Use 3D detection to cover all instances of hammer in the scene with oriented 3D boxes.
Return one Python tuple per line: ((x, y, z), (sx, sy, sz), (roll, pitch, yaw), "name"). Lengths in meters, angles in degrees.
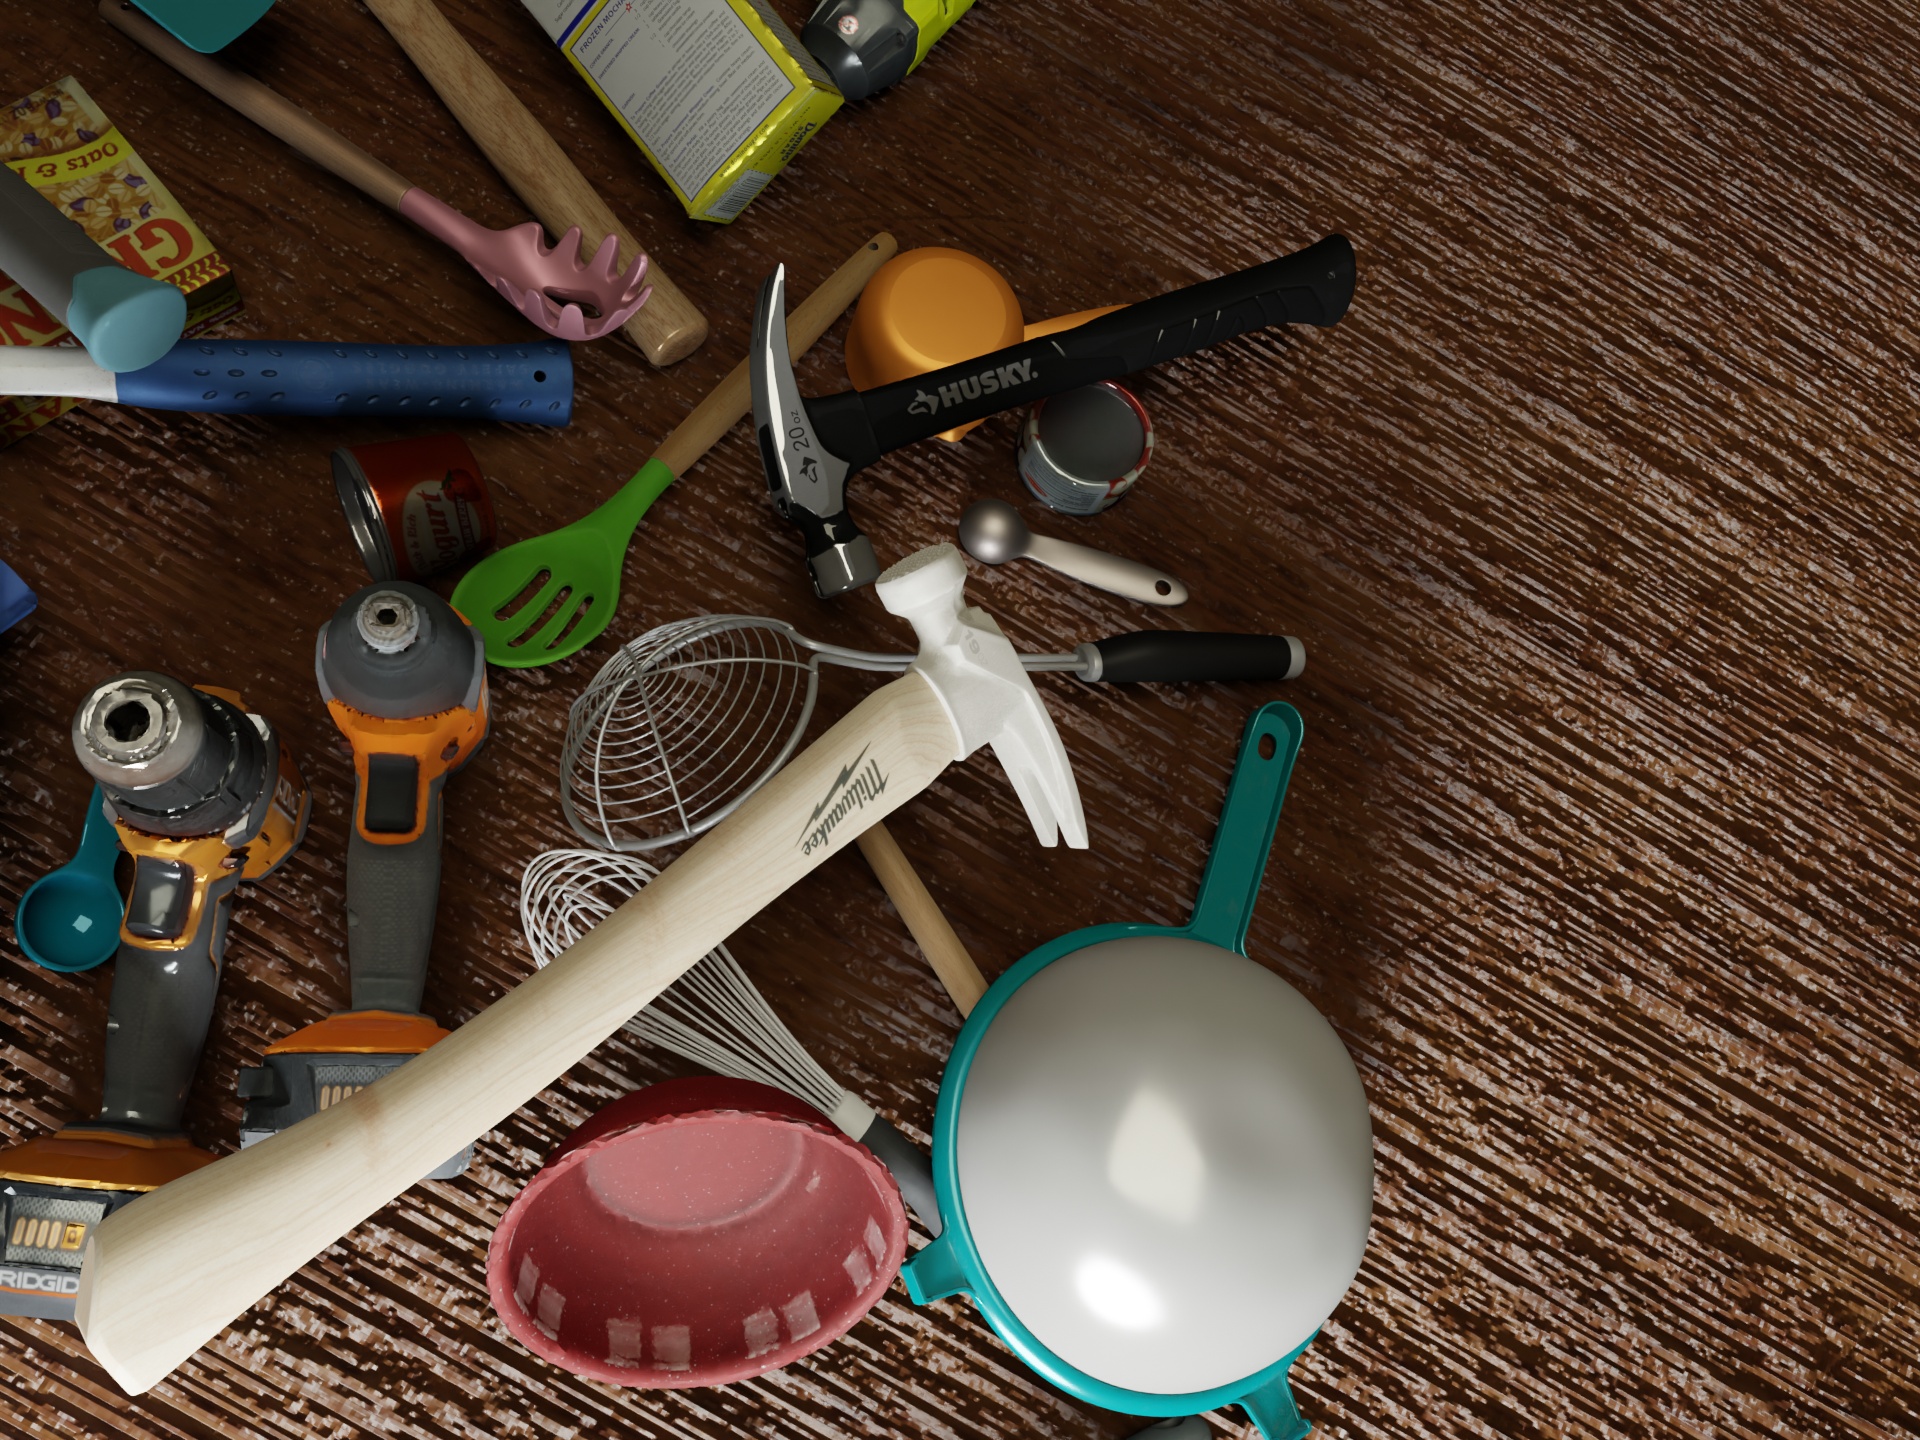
((-0.372, -0.143, 0.679), (0.405, 0.035, 0.144), (-4, 89, -24), "hammer")
((-0.242, -0.309, 0.796), (0.130, 0.031, 0.331), (-37, 85, -20), "hammer")
((0.055, -0.182, 0.773), (0.334, 0.035, 0.146), (-22, 97, -21), "hammer")
((-0.116, 0.093, 0.588), (0.410, 0.038, 0.146), (-38, 108, -30), "hammer")
((-0.423, -0.235, 0.655), (0.331, 0.033, 0.128), (37, 49, 23), "hammer")

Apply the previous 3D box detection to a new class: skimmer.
((-0.001, -0.002, 0.748), (0.363, 0.090, 0.127), (-2, 34, -25), "skimmer")

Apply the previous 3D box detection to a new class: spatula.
((-0.483, -0.371, 0.741), (0.317, 0.044, 0.082), (11, 50, 5), "spatula")

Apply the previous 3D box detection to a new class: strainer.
((0.121, 0.127, 0.698), (0.211, 0.095, 0.341), (26, 64, -12), "strainer")

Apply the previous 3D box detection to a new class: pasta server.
((-0.284, -0.268, 0.757), (0.316, 0.040, 0.060), (33, 51, 6), "pasta server")

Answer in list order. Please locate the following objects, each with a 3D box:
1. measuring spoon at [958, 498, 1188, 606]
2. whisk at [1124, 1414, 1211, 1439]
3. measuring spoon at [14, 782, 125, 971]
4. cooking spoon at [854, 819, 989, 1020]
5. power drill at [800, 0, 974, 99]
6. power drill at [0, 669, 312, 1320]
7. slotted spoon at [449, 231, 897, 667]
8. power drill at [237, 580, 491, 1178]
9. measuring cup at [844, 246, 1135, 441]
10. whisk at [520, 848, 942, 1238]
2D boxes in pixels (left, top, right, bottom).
((0.060, -0.083, 0.802), (0.124, 0.018, 0.034), (18, 70, -8), "measuring spoon")
((0.006, 0.350, 0.644), (0.239, 0.055, 0.055), (-24, 80, -23), "whisk")
((-0.363, 0.044, 0.670), (0.042, 0.021, 0.129), (33, 53, -42), "measuring spoon")
((0.029, 0.161, 0.718), (0.069, 0.017, 0.319), (-28, 79, -31), "cooking spoon")
((-0.095, -0.440, 0.846), (0.223, 0.080, 0.171), (40, 74, -2), "power drill")
((-0.299, 0.096, 0.581), (0.084, 0.185, 0.226), (10, 75, -11), "power drill")
((-0.126, -0.138, 0.772), (0.070, 0.031, 0.314), (32, 66, 15), "slotted spoon")
((-0.223, 0.060, 0.619), (0.084, 0.164, 0.227), (3, 75, -14), "power drill")
((0.028, -0.204, 0.812), (0.173, 0.052, 0.095), (-14, 77, -14), "measuring cup")
((-0.074, 0.152, 0.683), (0.284, 0.070, 0.070), (40, 69, -3), "whisk")
